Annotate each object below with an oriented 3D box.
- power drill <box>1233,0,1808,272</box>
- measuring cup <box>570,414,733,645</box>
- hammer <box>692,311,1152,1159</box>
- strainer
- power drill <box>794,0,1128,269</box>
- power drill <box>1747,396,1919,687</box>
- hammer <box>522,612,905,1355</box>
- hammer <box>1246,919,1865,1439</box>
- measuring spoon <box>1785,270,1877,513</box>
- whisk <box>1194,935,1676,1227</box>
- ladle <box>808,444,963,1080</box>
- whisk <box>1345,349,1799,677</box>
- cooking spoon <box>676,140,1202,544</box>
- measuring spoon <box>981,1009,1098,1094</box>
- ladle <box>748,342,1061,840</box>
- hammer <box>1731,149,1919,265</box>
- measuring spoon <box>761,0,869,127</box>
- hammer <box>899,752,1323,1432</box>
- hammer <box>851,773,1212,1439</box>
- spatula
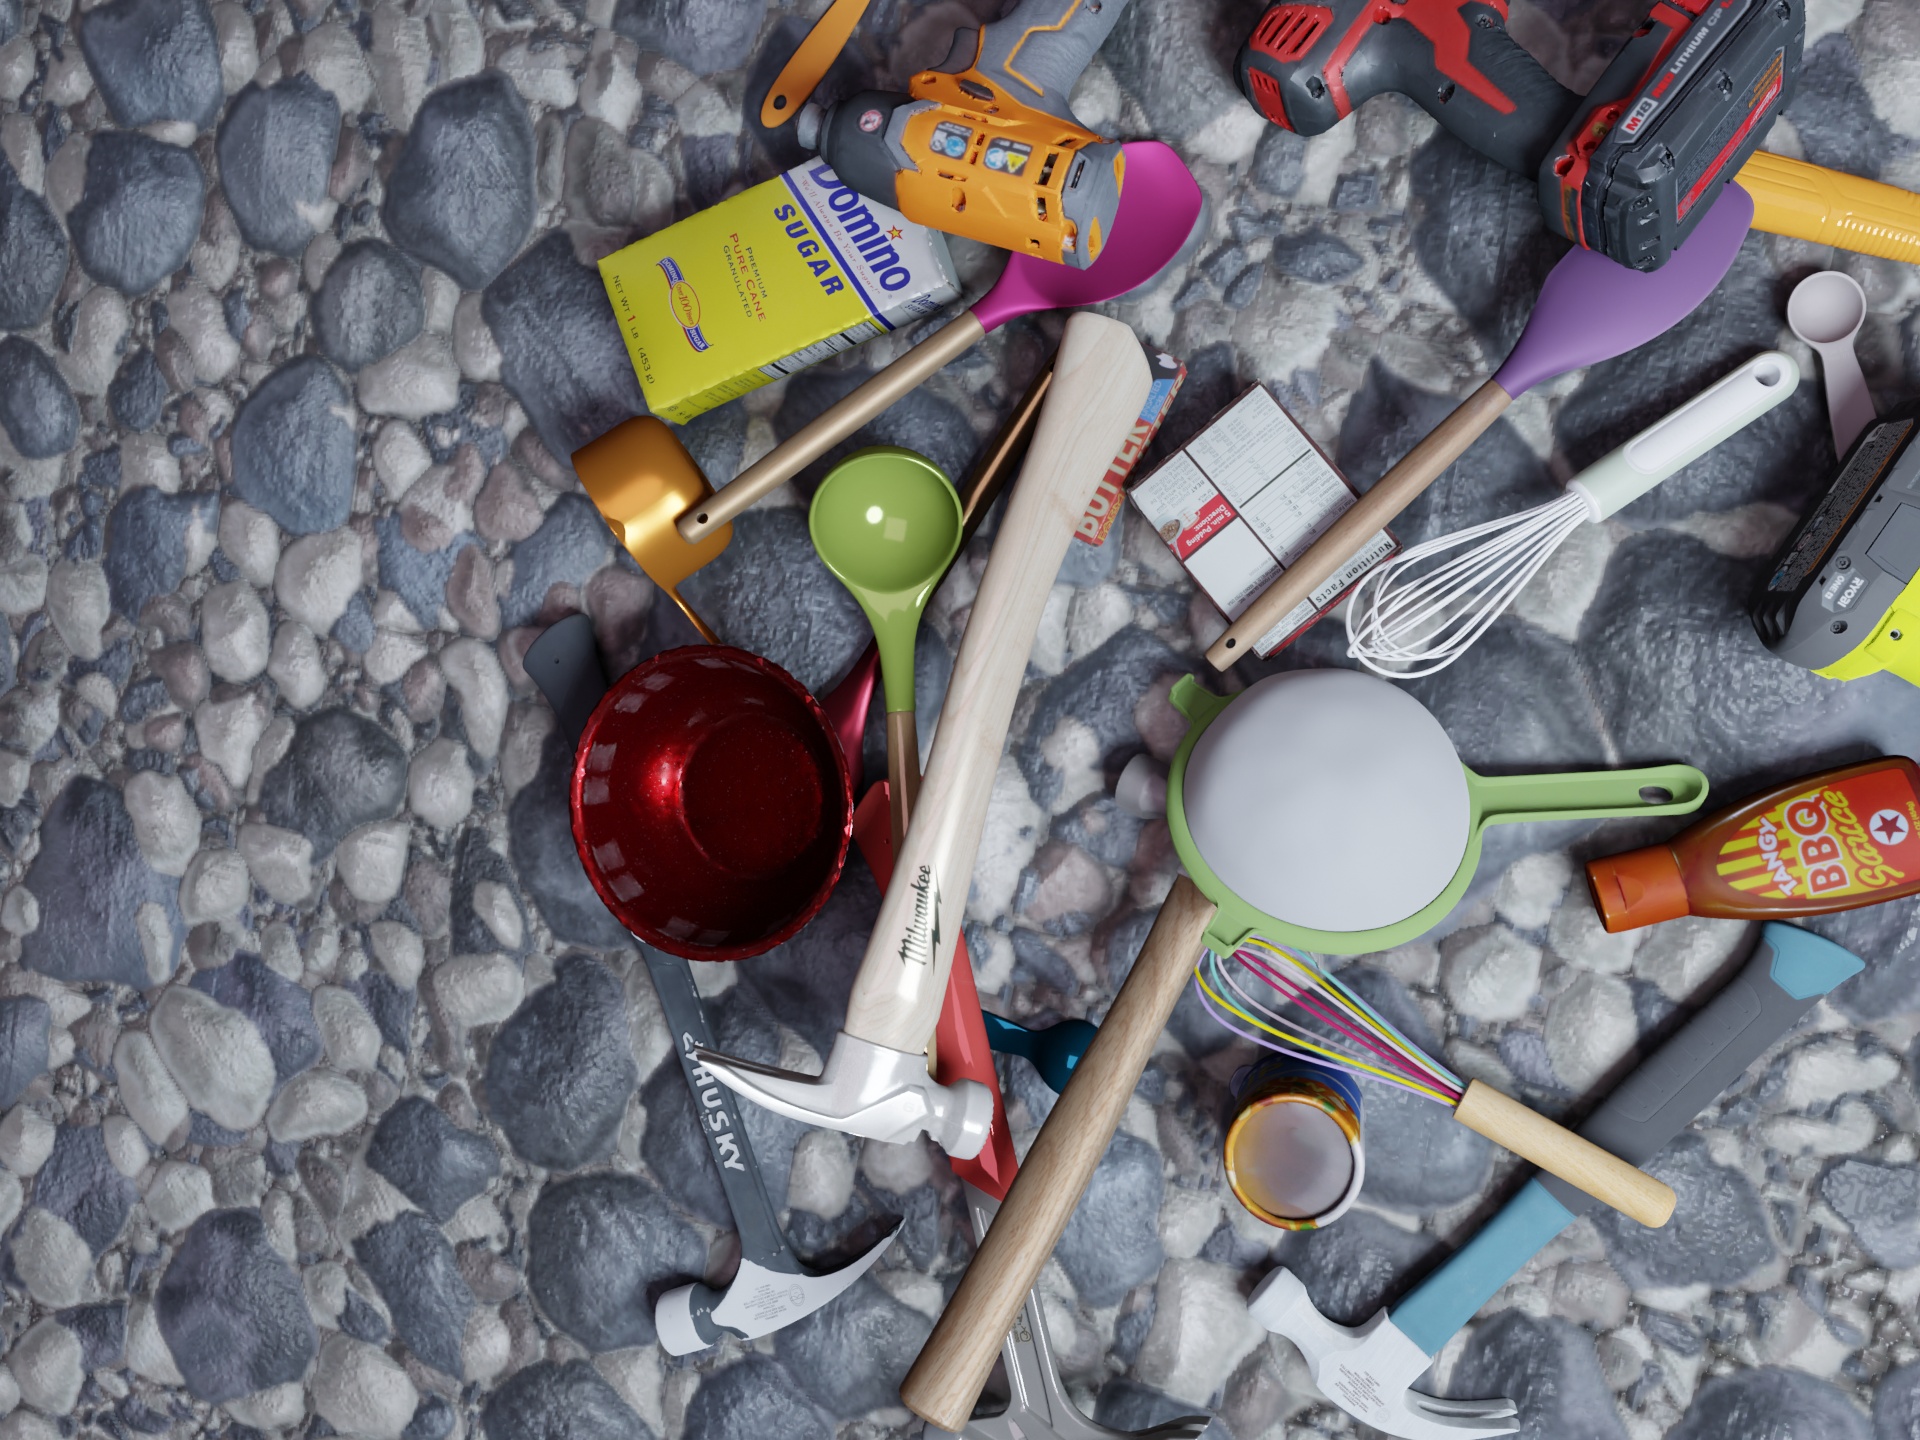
[{"bbox_3d":[0.260,-0.325,0.721,0.227,0.080,0.188,39,93,29],"label":"power drill"},{"bbox_3d":[-0.136,-0.086,0.854,0.052,0.095,0.173,-36,104,1],"label":"measuring cup"},{"bbox_3d":[-0.001,-0.002,0.769,0.146,0.038,0.411,18,87,-15],"label":"hammer"},{"bbox_3d":[0.226,0.026,0.740,0.256,0.069,0.152,-3,57,1],"label":"strainer"},{"bbox_3d":[0.023,-0.347,0.778,0.164,0.084,0.226,18,86,11],"label":"power drill"},{"bbox_3d":[0.492,-0.047,0.690,0.228,0.080,0.190,32,99,5],"label":"power drill"},{"bbox_3d":[-0.157,0.137,0.881,0.149,0.036,0.409,-20,87,13],"label":"hammer"},{"bbox_3d":[0.297,0.220,0.772,0.128,0.033,0.331,43,101,10],"label":"hammer"},{"bbox_3d":[0.412,-0.147,0.743,0.034,0.018,0.124,-15,95,8],"label":"measuring spoon"},{"bbox_3d":[0.223,0.167,0.767,0.245,0.047,0.051,28,104,20],"label":"whisk"},{"bbox_3d":[-0.029,0.022,0.798,0.078,0.062,0.320,-4,86,3],"label":"ladle"},{"bbox_3d":[0.286,-0.099,0.747,0.246,0.059,0.058,-34,72,3],"label":"whisk"},{"bbox_3d":[-0.013,-0.188,0.808,0.319,0.017,0.068,-36,96,-2],"label":"cooking spoon"},{"bbox_3d":[0.018,0.169,0.844,0.128,0.021,0.042,15,96,13],"label":"measuring spoon"},{"bbox_3d":[-0.025,-0.062,0.846,0.069,0.031,0.315,33,98,11],"label":"ladle"},{"bbox_3d":[0.429,-0.228,0.713,0.337,0.034,0.127,21,76,17],"label":"hammer"},{"bbox_3d":[-0.072,-0.369,0.853,0.021,0.011,0.117,40,100,9],"label":"measuring spoon"},{"bbox_3d":[0.067,0.182,0.764,0.130,0.031,0.331,24,80,30],"label":"hammer"},{"bbox_3d":[0.015,0.202,0.820,0.149,0.036,0.359,-16,83,21],"label":"hammer"},{"bbox_3d":[0.234,-0.134,0.742,0.316,0.018,0.060,-44,76,12],"label":"spatula"}]
